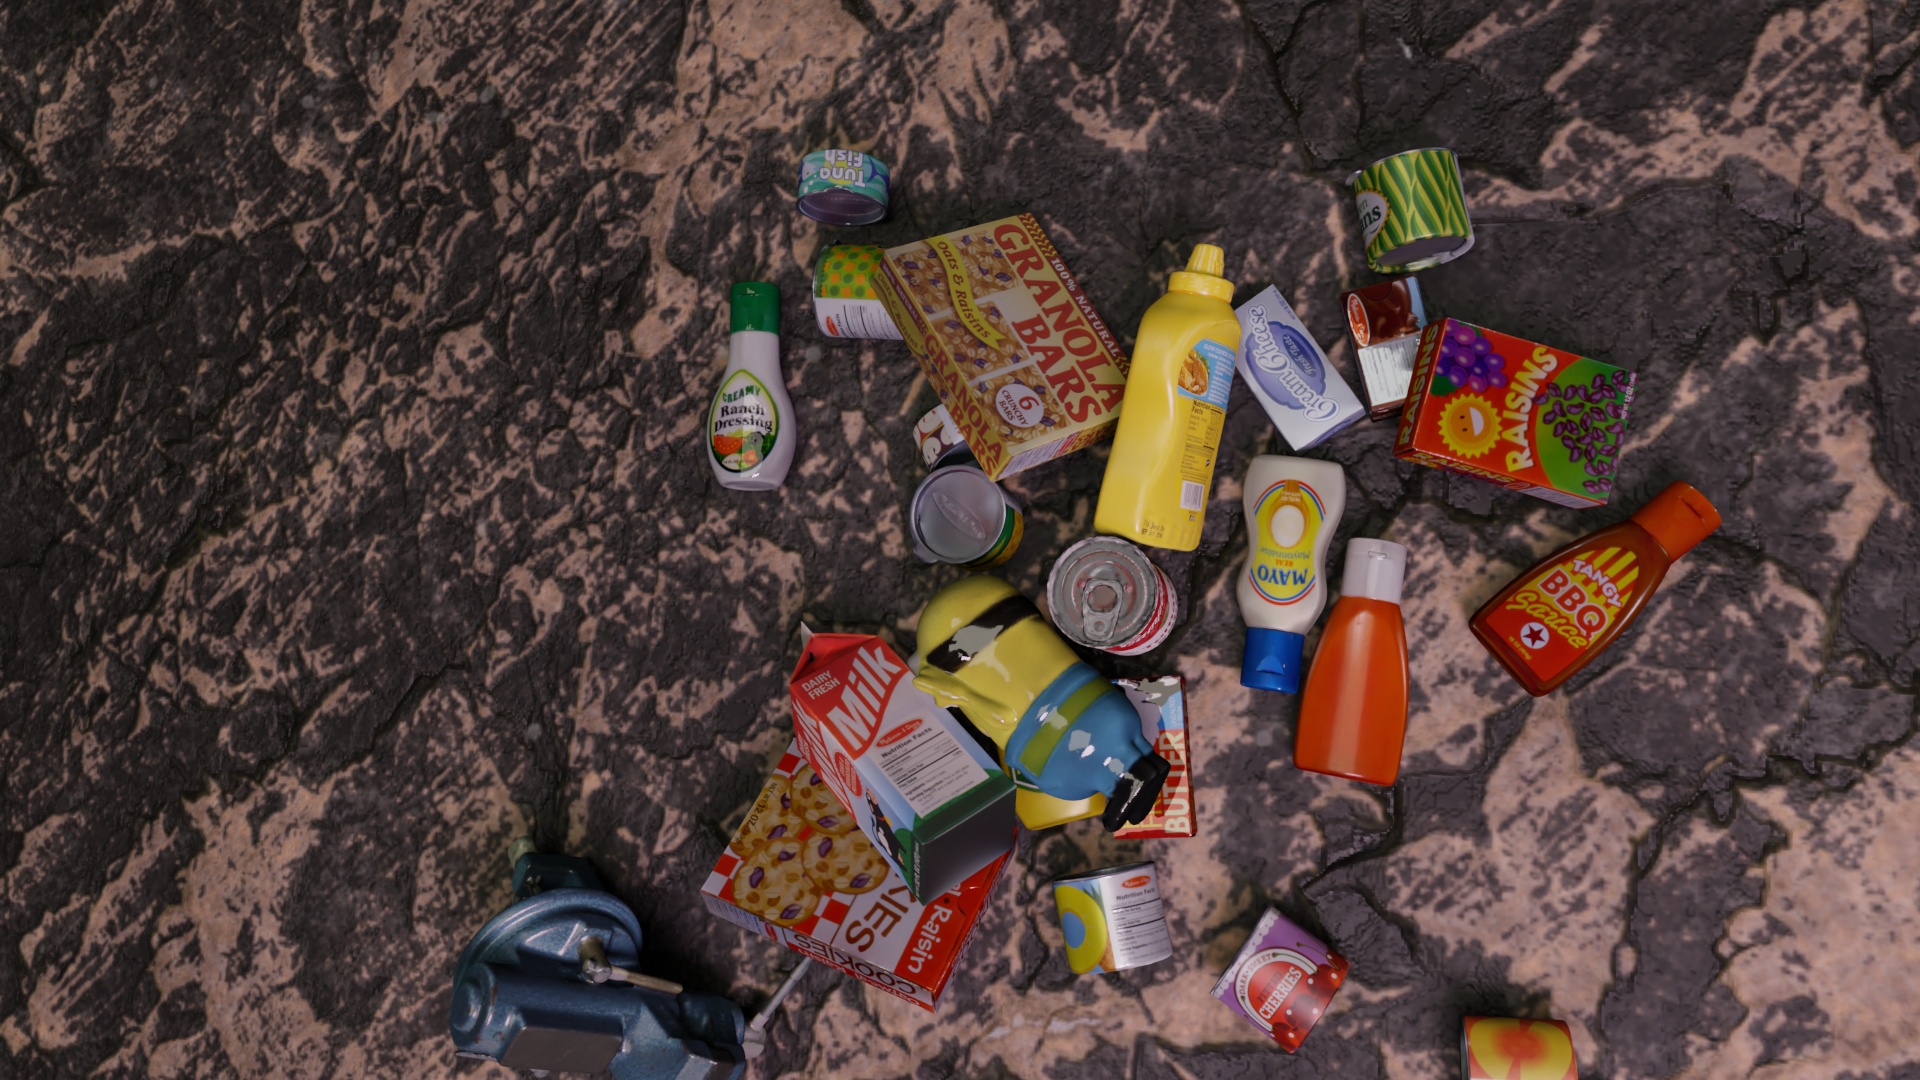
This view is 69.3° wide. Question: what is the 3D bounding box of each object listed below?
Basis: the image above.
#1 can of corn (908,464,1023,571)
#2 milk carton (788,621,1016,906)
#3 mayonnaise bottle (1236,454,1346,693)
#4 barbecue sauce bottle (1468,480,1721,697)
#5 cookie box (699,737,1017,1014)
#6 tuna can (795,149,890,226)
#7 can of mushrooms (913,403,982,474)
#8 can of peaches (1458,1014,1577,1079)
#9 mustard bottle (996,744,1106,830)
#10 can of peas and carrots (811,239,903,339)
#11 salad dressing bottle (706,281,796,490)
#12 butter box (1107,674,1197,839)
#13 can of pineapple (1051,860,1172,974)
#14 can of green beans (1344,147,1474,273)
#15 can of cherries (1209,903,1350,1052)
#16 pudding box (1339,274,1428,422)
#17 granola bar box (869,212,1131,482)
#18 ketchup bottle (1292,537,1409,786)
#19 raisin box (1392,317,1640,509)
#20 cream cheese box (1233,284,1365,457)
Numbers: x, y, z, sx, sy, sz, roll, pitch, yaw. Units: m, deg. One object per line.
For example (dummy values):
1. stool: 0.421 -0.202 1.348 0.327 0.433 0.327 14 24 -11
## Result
1. can of corn: 0.003 -0.012 0.937 0.071 0.058 0.071 -2 81 15
2. milk carton: -0.050 0.132 0.896 0.074 0.072 0.191 -27 52 -25
3. mayonnaise bottle: 0.206 0.022 0.883 0.065 0.041 0.148 7 83 15
4. barbecue sauce bottle: 0.382 0.025 0.831 0.148 0.043 0.065 -41 73 6
5. cookie box: -0.064 0.213 0.901 0.167 0.040 0.123 18 54 18
6. tuna can: -0.084 -0.252 0.992 0.071 0.071 0.033 1 81 16
7. can of mushrooms: 0.003 -0.070 0.944 0.071 0.071 0.033 -28 73 10
8. can of peaches: 0.319 0.306 0.796 0.058 0.071 0.071 -2 81 16
9. mustard bottle: 0.049 0.106 0.911 0.065 0.049 0.160 -18 77 13
10. can of peas and carrots: -0.065 -0.177 0.978 0.059 0.071 0.071 5 83 16
11. salad dressing bottle: -0.150 -0.112 1.004 0.064 0.044 0.148 -2 81 14
12. butter box: 0.122 0.140 0.898 0.053 0.024 0.103 -6 80 16
13. can of pineapple: 0.094 0.236 0.871 0.071 0.071 0.058 -14 79 14
14. can of green beans: 0.287 -0.208 0.882 0.071 0.071 0.058 -10 80 14
15. can of cherries: 0.192 0.264 0.834 0.058 0.071 0.071 35 92 17
16. pudding box: 0.278 -0.123 0.891 0.049 0.030 0.084 -14 78 15
17. granola bar box: 0.034 -0.131 0.923 0.125 0.039 0.166 -22 72 -29
18. ketchup bottle: 0.248 0.074 0.862 0.065 0.043 0.149 9 84 13
19. raisin box: 0.336 -0.077 0.844 0.123 0.040 0.086 16 87 -2
20. cream cheese box: 0.213 -0.111 0.910 0.053 0.024 0.104 -35 74 10
